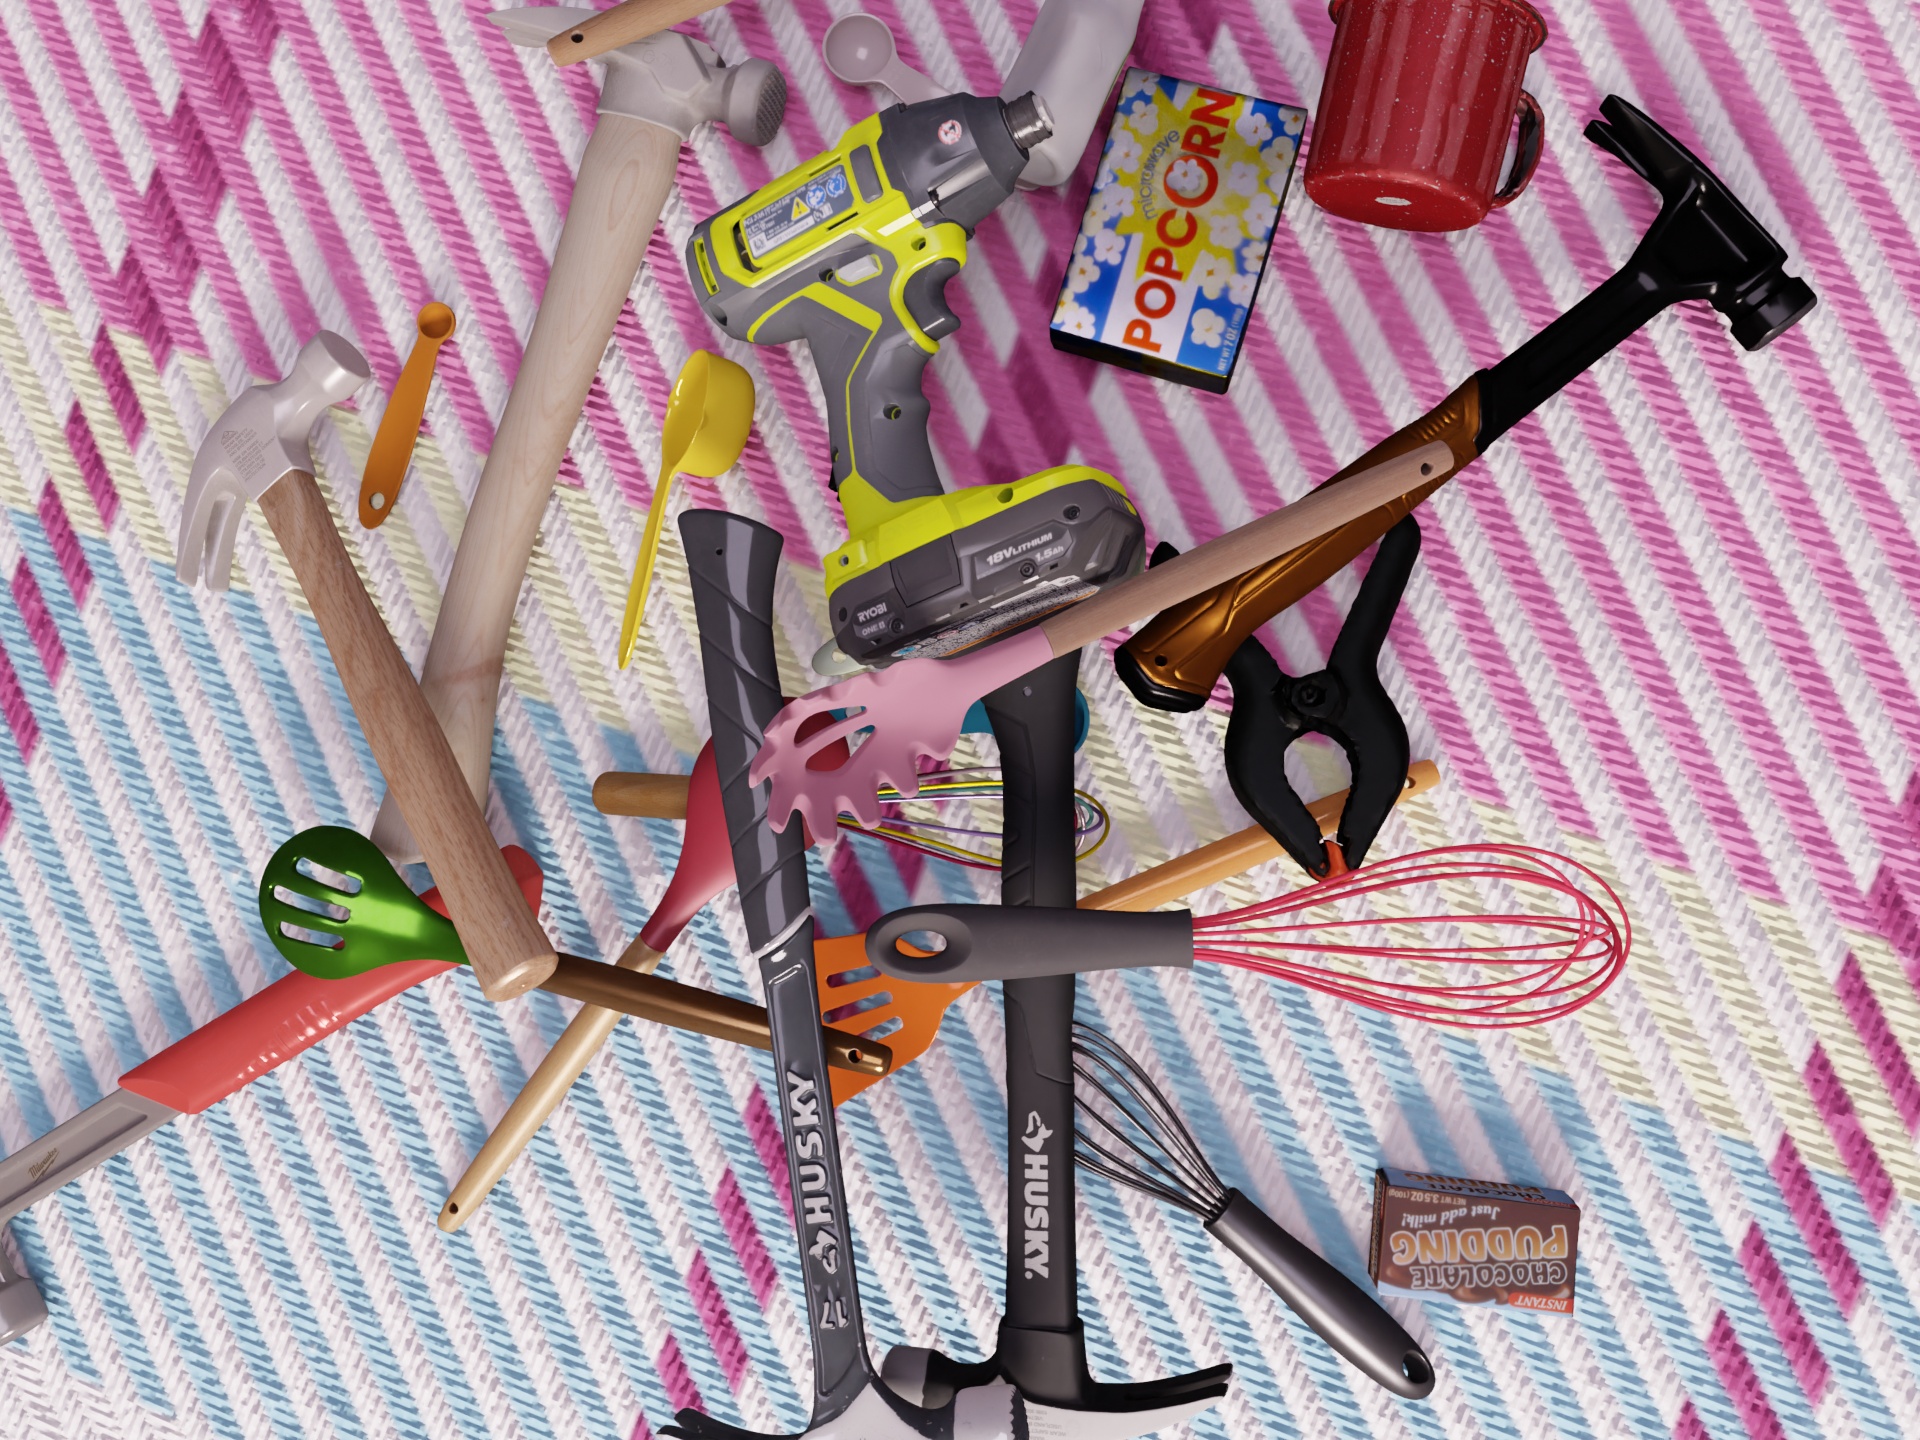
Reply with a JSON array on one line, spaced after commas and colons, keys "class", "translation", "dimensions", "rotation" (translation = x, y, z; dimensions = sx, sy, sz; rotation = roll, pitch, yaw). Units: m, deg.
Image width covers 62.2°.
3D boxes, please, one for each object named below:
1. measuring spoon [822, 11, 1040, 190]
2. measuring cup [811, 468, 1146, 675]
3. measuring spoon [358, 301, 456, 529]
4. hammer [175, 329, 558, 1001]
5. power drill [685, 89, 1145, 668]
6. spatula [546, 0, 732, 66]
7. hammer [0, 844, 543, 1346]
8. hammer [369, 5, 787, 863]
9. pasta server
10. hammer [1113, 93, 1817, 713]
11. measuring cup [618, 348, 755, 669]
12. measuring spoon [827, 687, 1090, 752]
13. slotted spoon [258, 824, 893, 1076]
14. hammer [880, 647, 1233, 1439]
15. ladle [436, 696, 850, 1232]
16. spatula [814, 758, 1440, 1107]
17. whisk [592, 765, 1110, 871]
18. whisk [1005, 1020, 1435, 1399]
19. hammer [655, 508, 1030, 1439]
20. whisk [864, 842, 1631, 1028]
[{"class": "measuring spoon", "translation": [-0.012, -0.288, 0.753], "dimensions": [0.124, 0.018, 0.034], "rotation": [37, 87, 0]}, {"class": "measuring cup", "translation": [0.005, -0.059, 0.727], "dimensions": [0.167, 0.038, 0.083], "rotation": [-24, 86, 4]}, {"class": "measuring spoon", "translation": [-0.272, -0.149, 0.782], "dimensions": [0.021, 0.011, 0.117], "rotation": [21, 94, 10]}, {"class": "hammer", "translation": [-0.269, -0.019, 0.728], "dimensions": [0.130, 0.031, 0.331], "rotation": [-37, 70, 14]}, {"class": "power drill", "translation": [-0.012, -0.148, 0.682], "dimensions": [0.171, 0.080, 0.223], "rotation": [-22, 79, 21]}, {"class": "spatula", "translation": [-0.045, -0.375, 0.728], "dimensions": [0.317, 0.044, 0.082], "rotation": [-26, 89, -4]}, {"class": "hammer", "translation": [-0.362, 0.155, 0.770], "dimensions": [0.359, 0.036, 0.149], "rotation": [-31, 85, 6]}, {"class": "hammer", "translation": [-0.214, -0.133, 0.760], "dimensions": [0.146, 0.038, 0.410], "rotation": [18, 91, 9]}, {"class": "pasta server", "translation": [0.061, -0.041, 0.637], "dimensions": [0.316, 0.040, 0.060], "rotation": [-25, 113, -6]}, {"class": "hammer", "translation": [0.199, -0.124, 0.684], "dimensions": [0.337, 0.034, 0.127], "rotation": [-38, 83, -3]}, {"class": "measuring cup", "translation": [-0.130, -0.095, 0.750], "dimensions": [0.029, 0.062, 0.156], "rotation": [10, 105, -28]}, {"class": "measuring spoon", "translation": [-0.001, -0.002, 0.742], "dimensions": [0.128, 0.021, 0.042], "rotation": [3, 89, 16]}, {"class": "slotted spoon", "translation": [-0.180, 0.110, 0.708], "dimensions": [0.314, 0.031, 0.070], "rotation": [13, 89, 11]}, {"class": "hammer", "translation": [0.039, 0.134, 0.666], "dimensions": [0.146, 0.035, 0.335], "rotation": [0, 89, 15]}, {"class": "ladle", "translation": [-0.156, 0.120, 0.730], "dimensions": [0.069, 0.031, 0.315], "rotation": [40, 103, 12]}, {"class": "spatula", "translation": [0.065, 0.085, 0.726], "dimensions": [0.322, 0.041, 0.081], "rotation": [-23, 86, 2]}, {"class": "whisk", "translation": [-0.054, 0.041, 0.728], "dimensions": [0.245, 0.051, 0.047], "rotation": [3, 71, 12]}, {"class": "whisk", "translation": [0.115, 0.219, 0.703], "dimensions": [0.239, 0.055, 0.055], "rotation": [40, 93, 3]}, {"class": "hammer", "translation": [-0.076, 0.110, 0.662], "dimensions": [0.149, 0.036, 0.409], "rotation": [-10, 83, 11]}, {"class": "whisk", "translation": [0.109, 0.085, 0.619], "dimensions": [0.296, 0.073, 0.073], "rotation": [-2, 88, 5]}]
